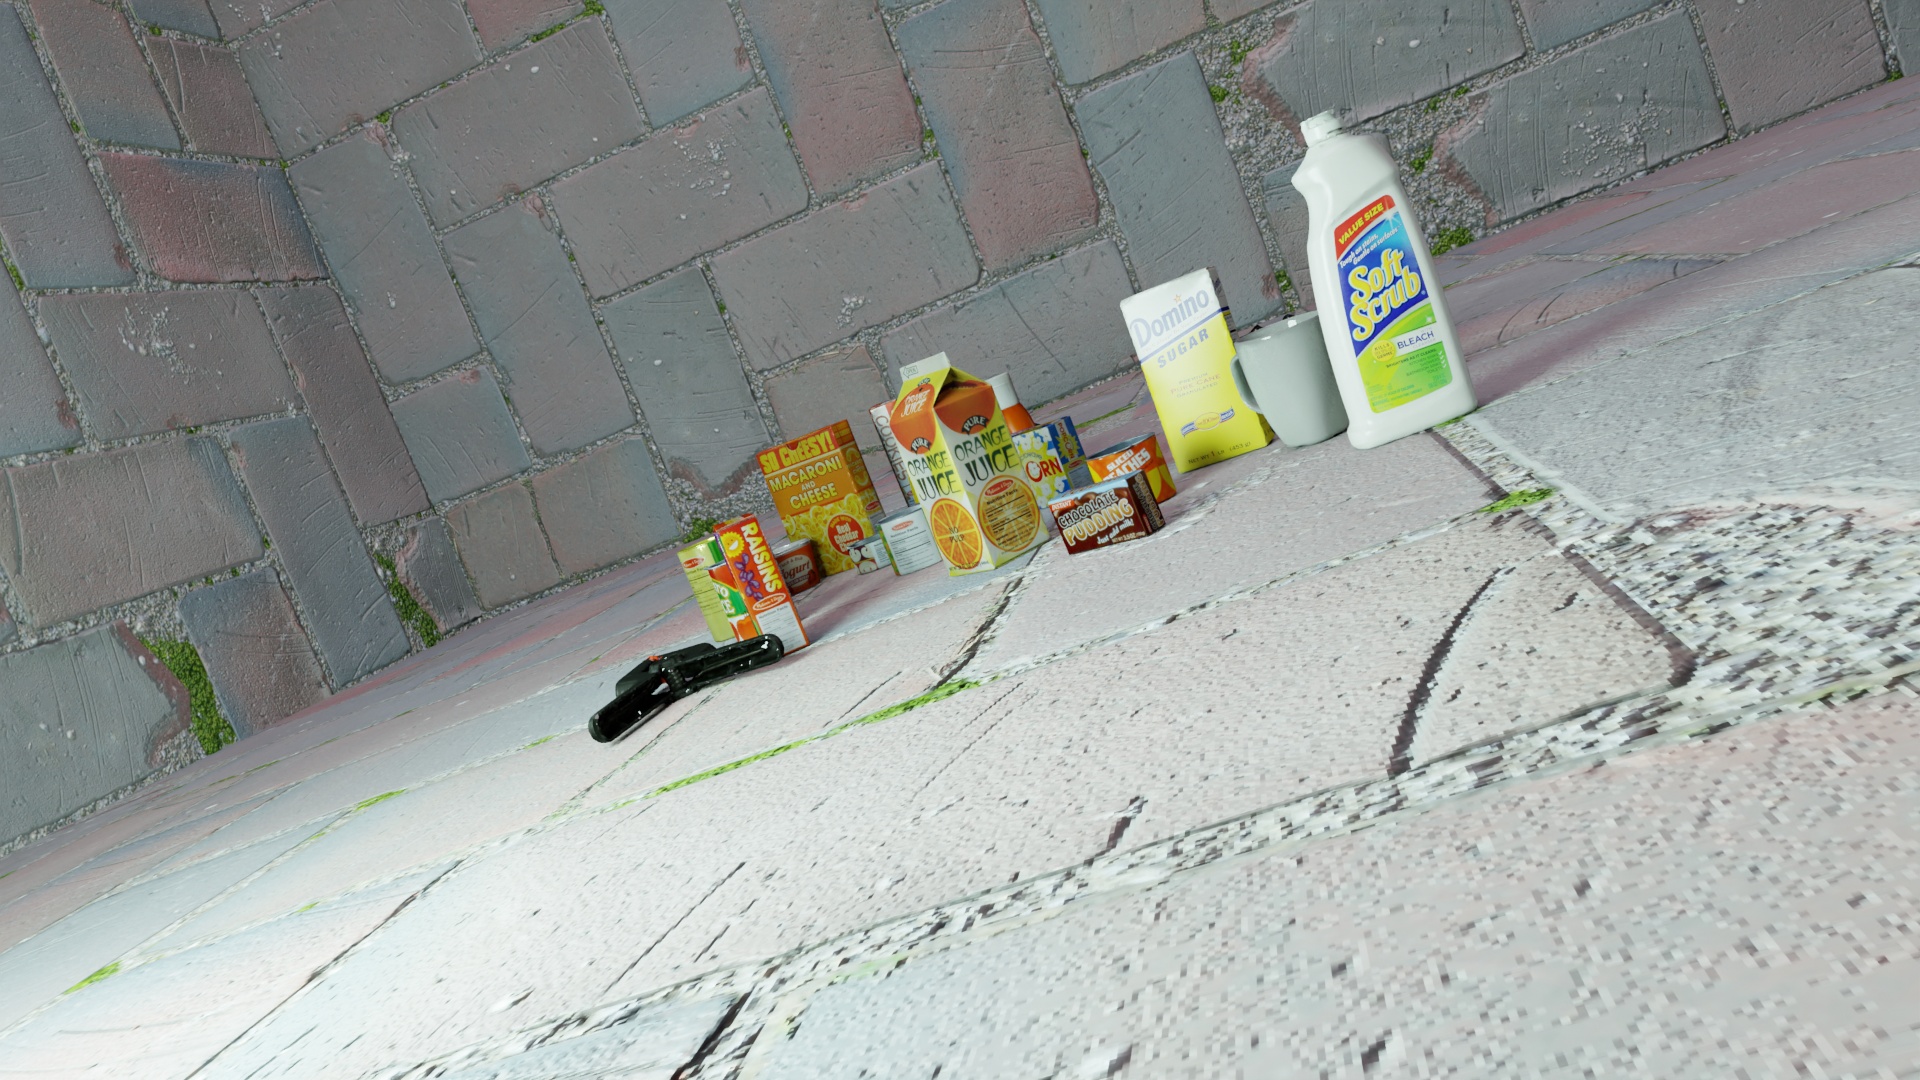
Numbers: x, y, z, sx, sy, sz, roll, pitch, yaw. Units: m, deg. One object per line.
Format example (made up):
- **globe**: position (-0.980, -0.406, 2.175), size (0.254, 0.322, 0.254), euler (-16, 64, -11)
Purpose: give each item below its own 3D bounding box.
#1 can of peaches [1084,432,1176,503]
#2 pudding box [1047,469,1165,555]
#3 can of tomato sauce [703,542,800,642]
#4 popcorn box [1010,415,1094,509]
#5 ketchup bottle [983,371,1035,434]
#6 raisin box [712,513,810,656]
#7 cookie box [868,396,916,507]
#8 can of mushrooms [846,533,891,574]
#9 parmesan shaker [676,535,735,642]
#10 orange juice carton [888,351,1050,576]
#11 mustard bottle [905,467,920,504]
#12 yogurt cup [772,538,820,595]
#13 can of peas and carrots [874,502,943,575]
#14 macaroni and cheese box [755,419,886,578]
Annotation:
- **can of peaches**: position (0.151, -0.057, 1.228), size (0.071, 0.058, 0.071), euler (-21, 7, 3)
- **pudding box**: position (0.115, -0.022, 1.102), size (0.083, 0.049, 0.030), euler (-15, 9, 44)
- **can of tomato sauce**: position (-0.204, 0.053, 1.360), size (0.071, 0.083, 0.071), euler (-21, 6, 3)
- **popcorn box**: position (0.080, -0.078, 1.496), size (0.038, 0.085, 0.126), euler (-27, 8, -37)
- **ketchup bottle**: position (0.064, -0.115, 1.573), size (0.044, 0.148, 0.064), euler (-25, 7, -29)
- **raisin box**: position (-0.177, 0.039, 1.220), size (0.040, 0.123, 0.086), euler (-23, 6, -10)
- **cookie box**: position (-0.067, -0.099, 1.772), size (0.040, 0.167, 0.123), euler (-22, 6, 3)
- **can of mushrooms**: position (-0.092, 0.011, 1.554), size (0.071, 0.033, 0.071), euler (-21, 7, 3)
- **parmesan shaker**: position (-0.249, 0.048, 1.461), size (0.071, 0.103, 0.071), euler (-21, 6, 3)
- **orange juice carton**: position (0.001, -0.071, 1.238), size (0.073, 0.192, 0.071), euler (-26, 8, -35)
- **mustard bottle**: position (-0.031, -0.080, 1.541), size (0.065, 0.160, 0.049), euler (-23, 6, -8)
- **yogurt cup**: position (-0.198, 0.034, 1.620), size (0.072, 0.054, 0.072), euler (-21, 7, 3)
- **can of peas and carrots**: position (-0.046, -0.003, 1.418), size (0.071, 0.058, 0.071), euler (-21, 7, 3)
- **macaroni and cheese box**: position (-0.158, -0.045, 1.638), size (0.123, 0.166, 0.040), euler (-17, 8, 34)
